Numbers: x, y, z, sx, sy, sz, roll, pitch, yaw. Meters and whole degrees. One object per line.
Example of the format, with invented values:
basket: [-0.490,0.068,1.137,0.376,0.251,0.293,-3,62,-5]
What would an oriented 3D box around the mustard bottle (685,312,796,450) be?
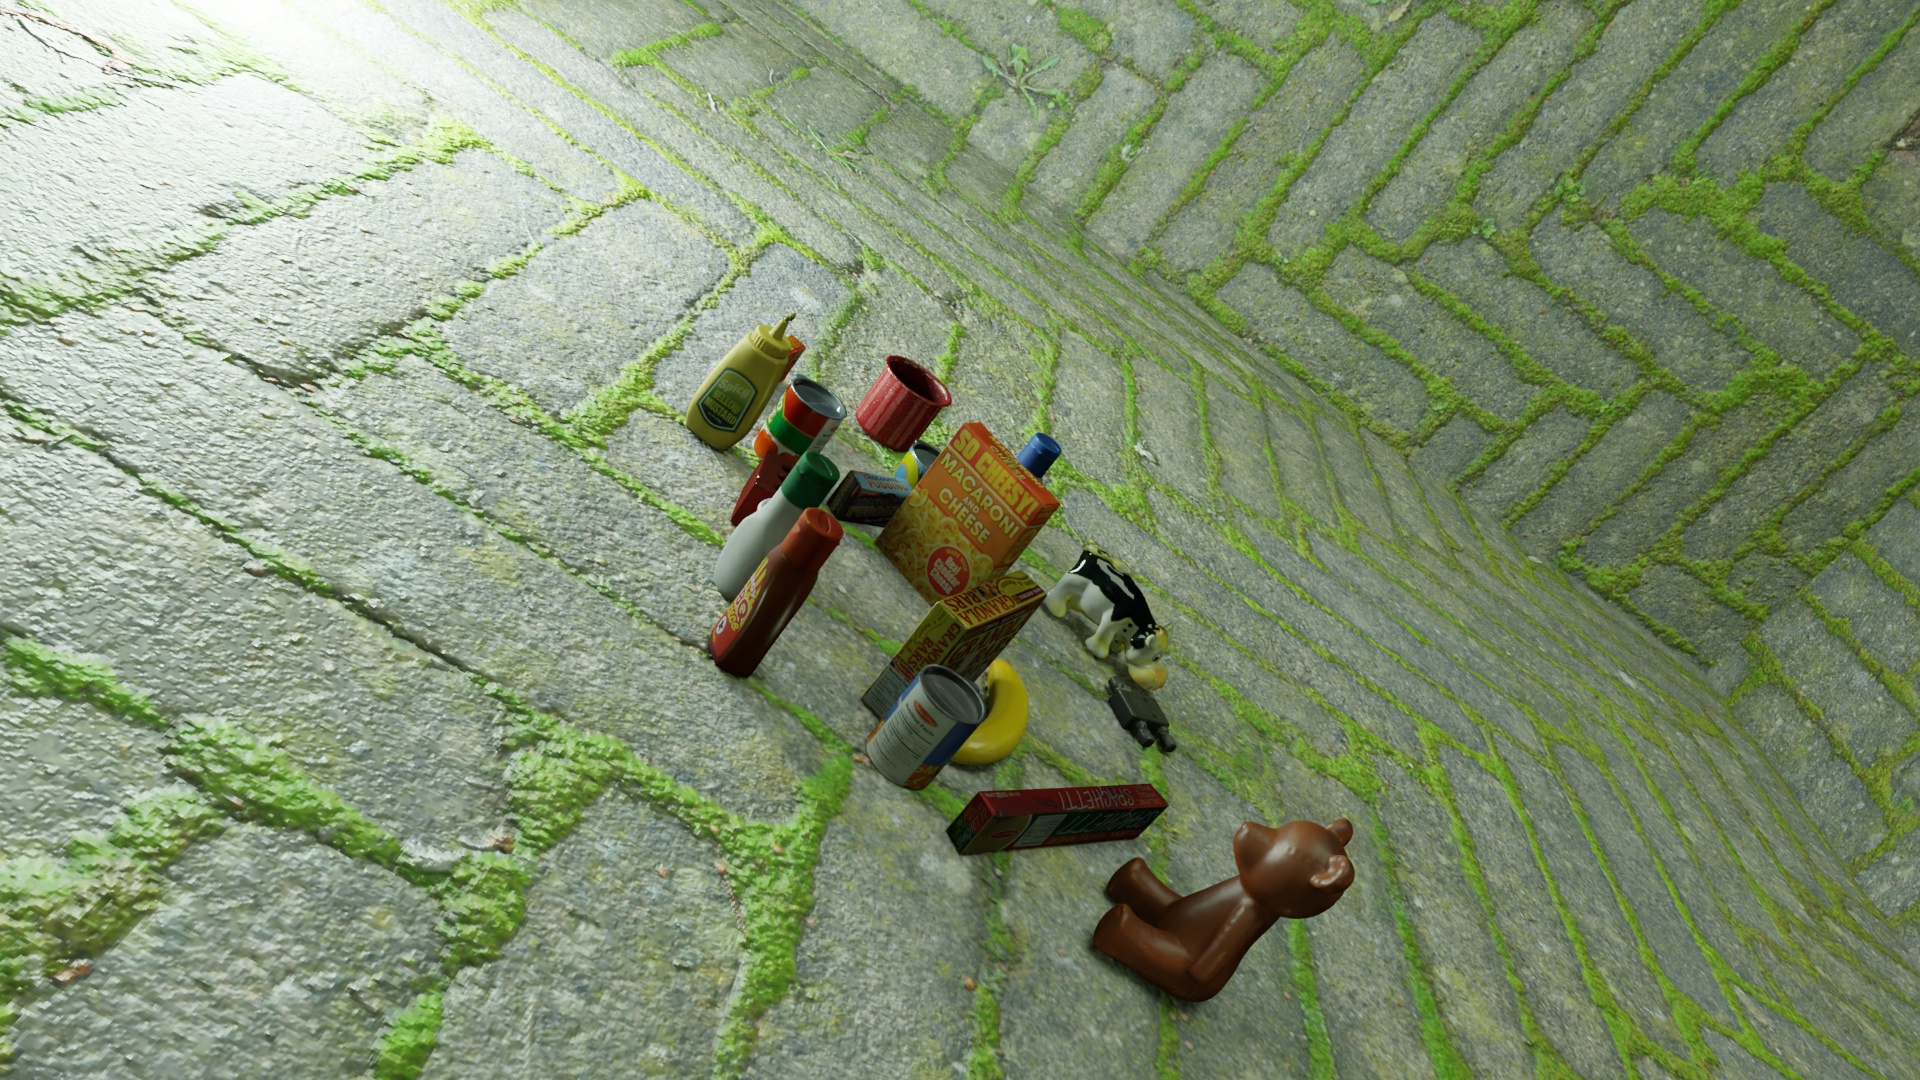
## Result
mustard bottle: [-0.209,-0.163,1.364,0.065,0.159,0.049,36,24,-4]

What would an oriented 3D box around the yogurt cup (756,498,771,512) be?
yogurt cup: [-0.166,0.003,1.260,0.072,0.053,0.073,31,25,-16]

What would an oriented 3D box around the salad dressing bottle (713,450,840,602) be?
salad dressing bottle: [-0.156,-0.010,1.183,0.044,0.147,0.064,9,37,-48]

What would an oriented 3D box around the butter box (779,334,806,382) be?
butter box: [-0.212,-0.195,1.547,0.024,0.053,0.104,39,24,2]

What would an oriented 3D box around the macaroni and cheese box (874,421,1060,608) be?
macaroni and cheese box: [0.005,-0.017,1.393,0.124,0.165,0.040,47,25,19]

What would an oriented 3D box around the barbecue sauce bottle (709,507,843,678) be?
barbecue sauce bottle: [-0.146,0.039,1.108,0.043,0.148,0.065,27,26,-24]

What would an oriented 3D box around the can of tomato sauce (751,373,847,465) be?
can of tomato sauce: [-0.168,-0.118,1.434,0.071,0.082,0.071,31,25,-16]

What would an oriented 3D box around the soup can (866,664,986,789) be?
soup can: [-0.027,0.154,1.148,0.071,0.083,0.072,31,25,-16]

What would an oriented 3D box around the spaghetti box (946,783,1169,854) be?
spaghetti box: [0.090,0.239,1.200,0.250,0.050,0.029,9,37,-47]

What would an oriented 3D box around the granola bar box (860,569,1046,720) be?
granola bar box: [-0.002,0.094,1.238,0.039,0.123,0.166,44,25,14]

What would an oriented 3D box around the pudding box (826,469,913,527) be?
pudding box: [-0.092,-0.043,1.448,0.084,0.049,0.030,9,37,-47]

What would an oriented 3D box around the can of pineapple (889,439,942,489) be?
can of pineapple: [-0.042,-0.068,1.550,0.071,0.057,0.071,31,25,-16]

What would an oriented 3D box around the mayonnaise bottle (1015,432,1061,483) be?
mayonnaise bottle: [0.056,-0.054,1.550,0.065,0.147,0.041,44,24,12]
